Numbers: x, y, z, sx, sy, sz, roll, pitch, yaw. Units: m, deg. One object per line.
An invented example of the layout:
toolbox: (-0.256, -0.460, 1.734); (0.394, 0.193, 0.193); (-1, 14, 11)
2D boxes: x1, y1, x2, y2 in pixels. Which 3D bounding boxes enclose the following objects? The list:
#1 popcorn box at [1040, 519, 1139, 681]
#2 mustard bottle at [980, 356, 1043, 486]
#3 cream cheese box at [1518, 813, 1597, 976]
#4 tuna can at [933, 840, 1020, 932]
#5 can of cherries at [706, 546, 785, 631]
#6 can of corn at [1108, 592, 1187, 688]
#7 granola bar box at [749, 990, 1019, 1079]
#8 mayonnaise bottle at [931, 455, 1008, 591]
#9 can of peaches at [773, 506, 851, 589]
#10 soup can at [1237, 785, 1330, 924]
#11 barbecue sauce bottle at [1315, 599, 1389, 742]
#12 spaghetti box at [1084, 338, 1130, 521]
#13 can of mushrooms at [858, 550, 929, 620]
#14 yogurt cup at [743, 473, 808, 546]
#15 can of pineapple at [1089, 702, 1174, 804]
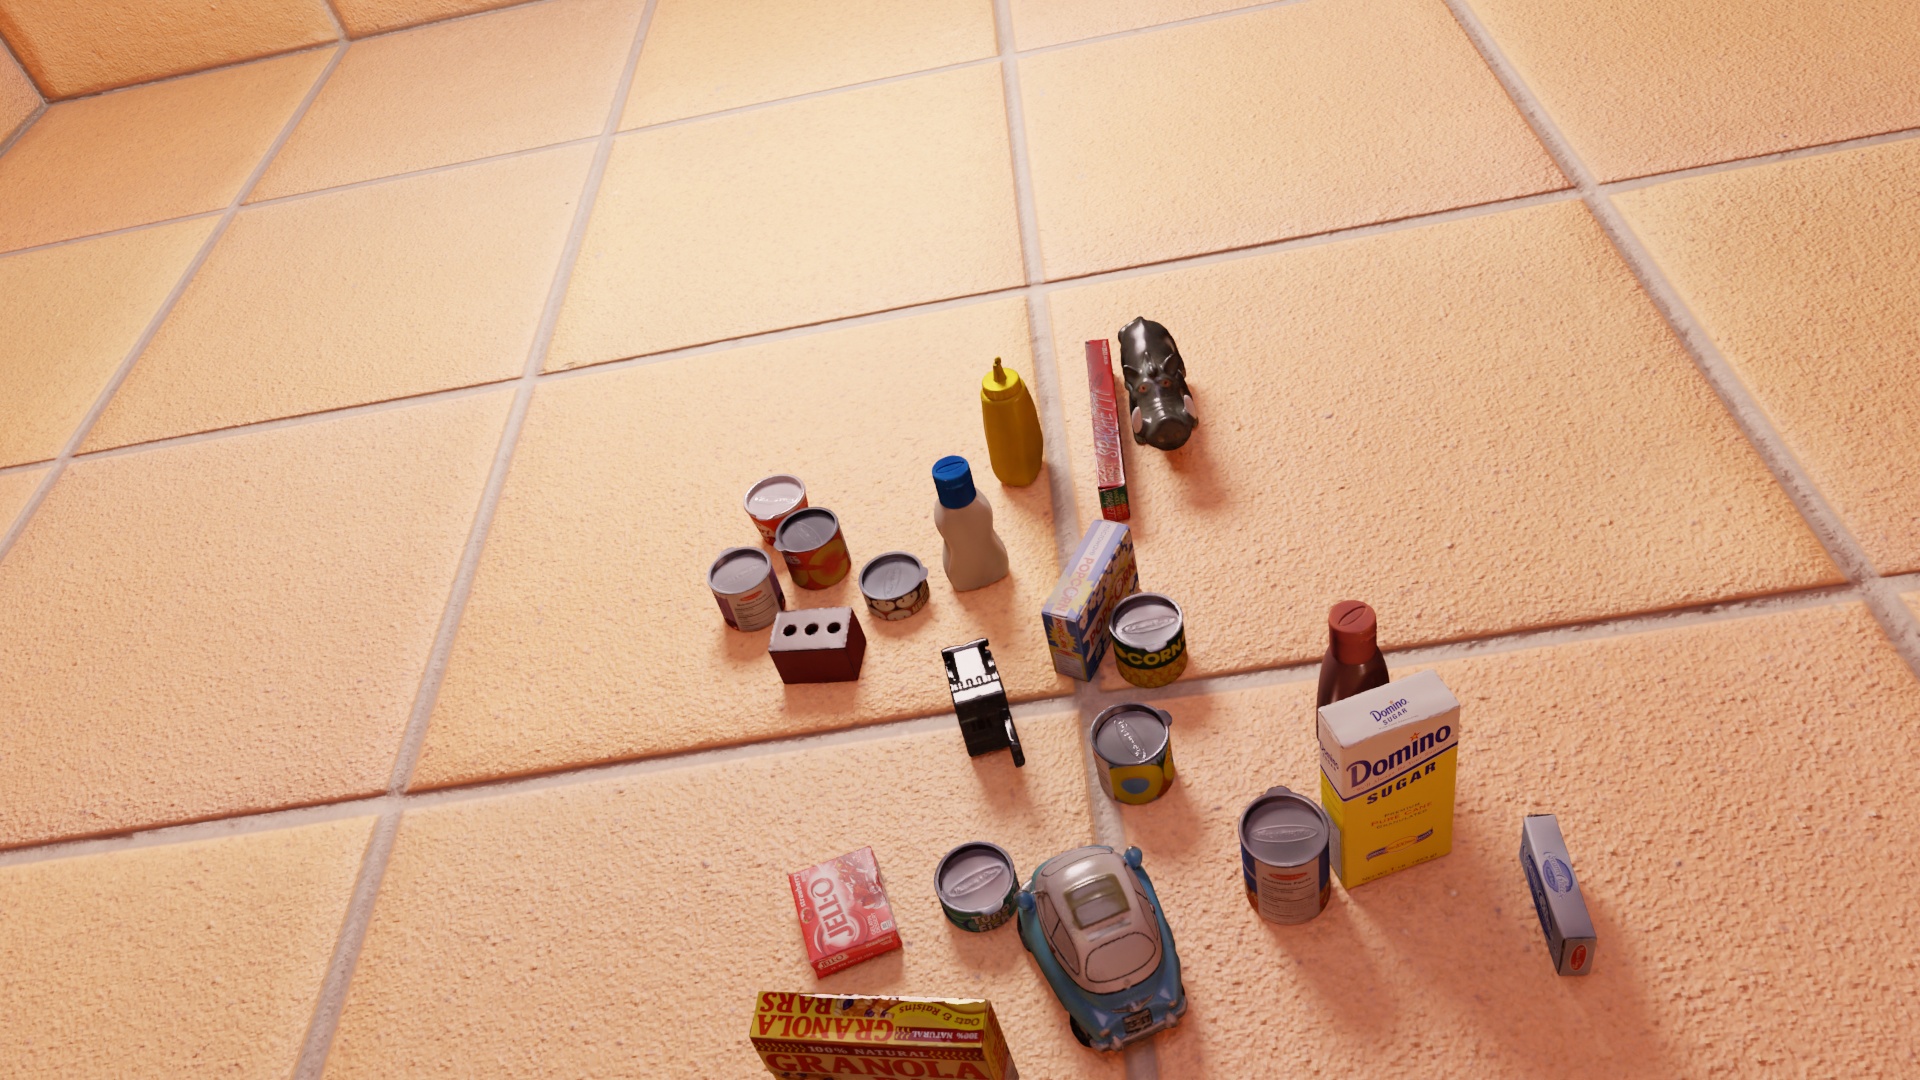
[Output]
popcorn box: (0.122, 0.054, 1.279); (0.038, 0.084, 0.127); (12, 49, 26)
mustard bottle: (0.050, -0.130, 1.435); (0.049, 0.159, 0.066); (6, 47, 22)
cream cheese box: (0.432, 0.256, 1.007); (0.024, 0.053, 0.104); (-7, 44, 8)
tuna can: (0.015, 0.279, 1.113); (0.071, 0.032, 0.071); (-8, 43, 8)
can of cherries: (-0.215, 0.047, 1.399); (0.071, 0.058, 0.072); (-8, 43, 8)
can of corn: (0.170, 0.092, 1.246); (0.071, 0.058, 0.071); (-8, 43, 8)
granola bar box: (-0.051, 0.365, 0.976); (0.165, 0.123, 0.039); (-3, 44, 13)
mayonnaise bottle: (0.005, -0.017, 1.339); (0.065, 0.147, 0.041); (-19, 43, -4)
can of peaches: (-0.152, 0.009, 1.421); (0.071, 0.057, 0.071); (-8, 43, 8)
soup can: (0.246, 0.239, 1.053); (0.071, 0.083, 0.072); (-8, 43, 8)
barbecue sauce bottle: (0.317, 0.110, 1.120); (0.065, 0.147, 0.044); (-31, 45, -17)
spaghetti box: (0.155, -0.121, 1.477); (0.029, 0.050, 0.251); (-8, 43, 8)
can of mushrooms: (-0.063, 0.045, 1.377); (0.071, 0.033, 0.071); (-8, 43, 8)
yogurt cup: (-0.191, -0.030, 1.475); (0.072, 0.053, 0.073); (-8, 43, 8)
can of pineapple: (0.146, 0.178, 1.163); (0.071, 0.057, 0.071); (-8, 43, 8)
